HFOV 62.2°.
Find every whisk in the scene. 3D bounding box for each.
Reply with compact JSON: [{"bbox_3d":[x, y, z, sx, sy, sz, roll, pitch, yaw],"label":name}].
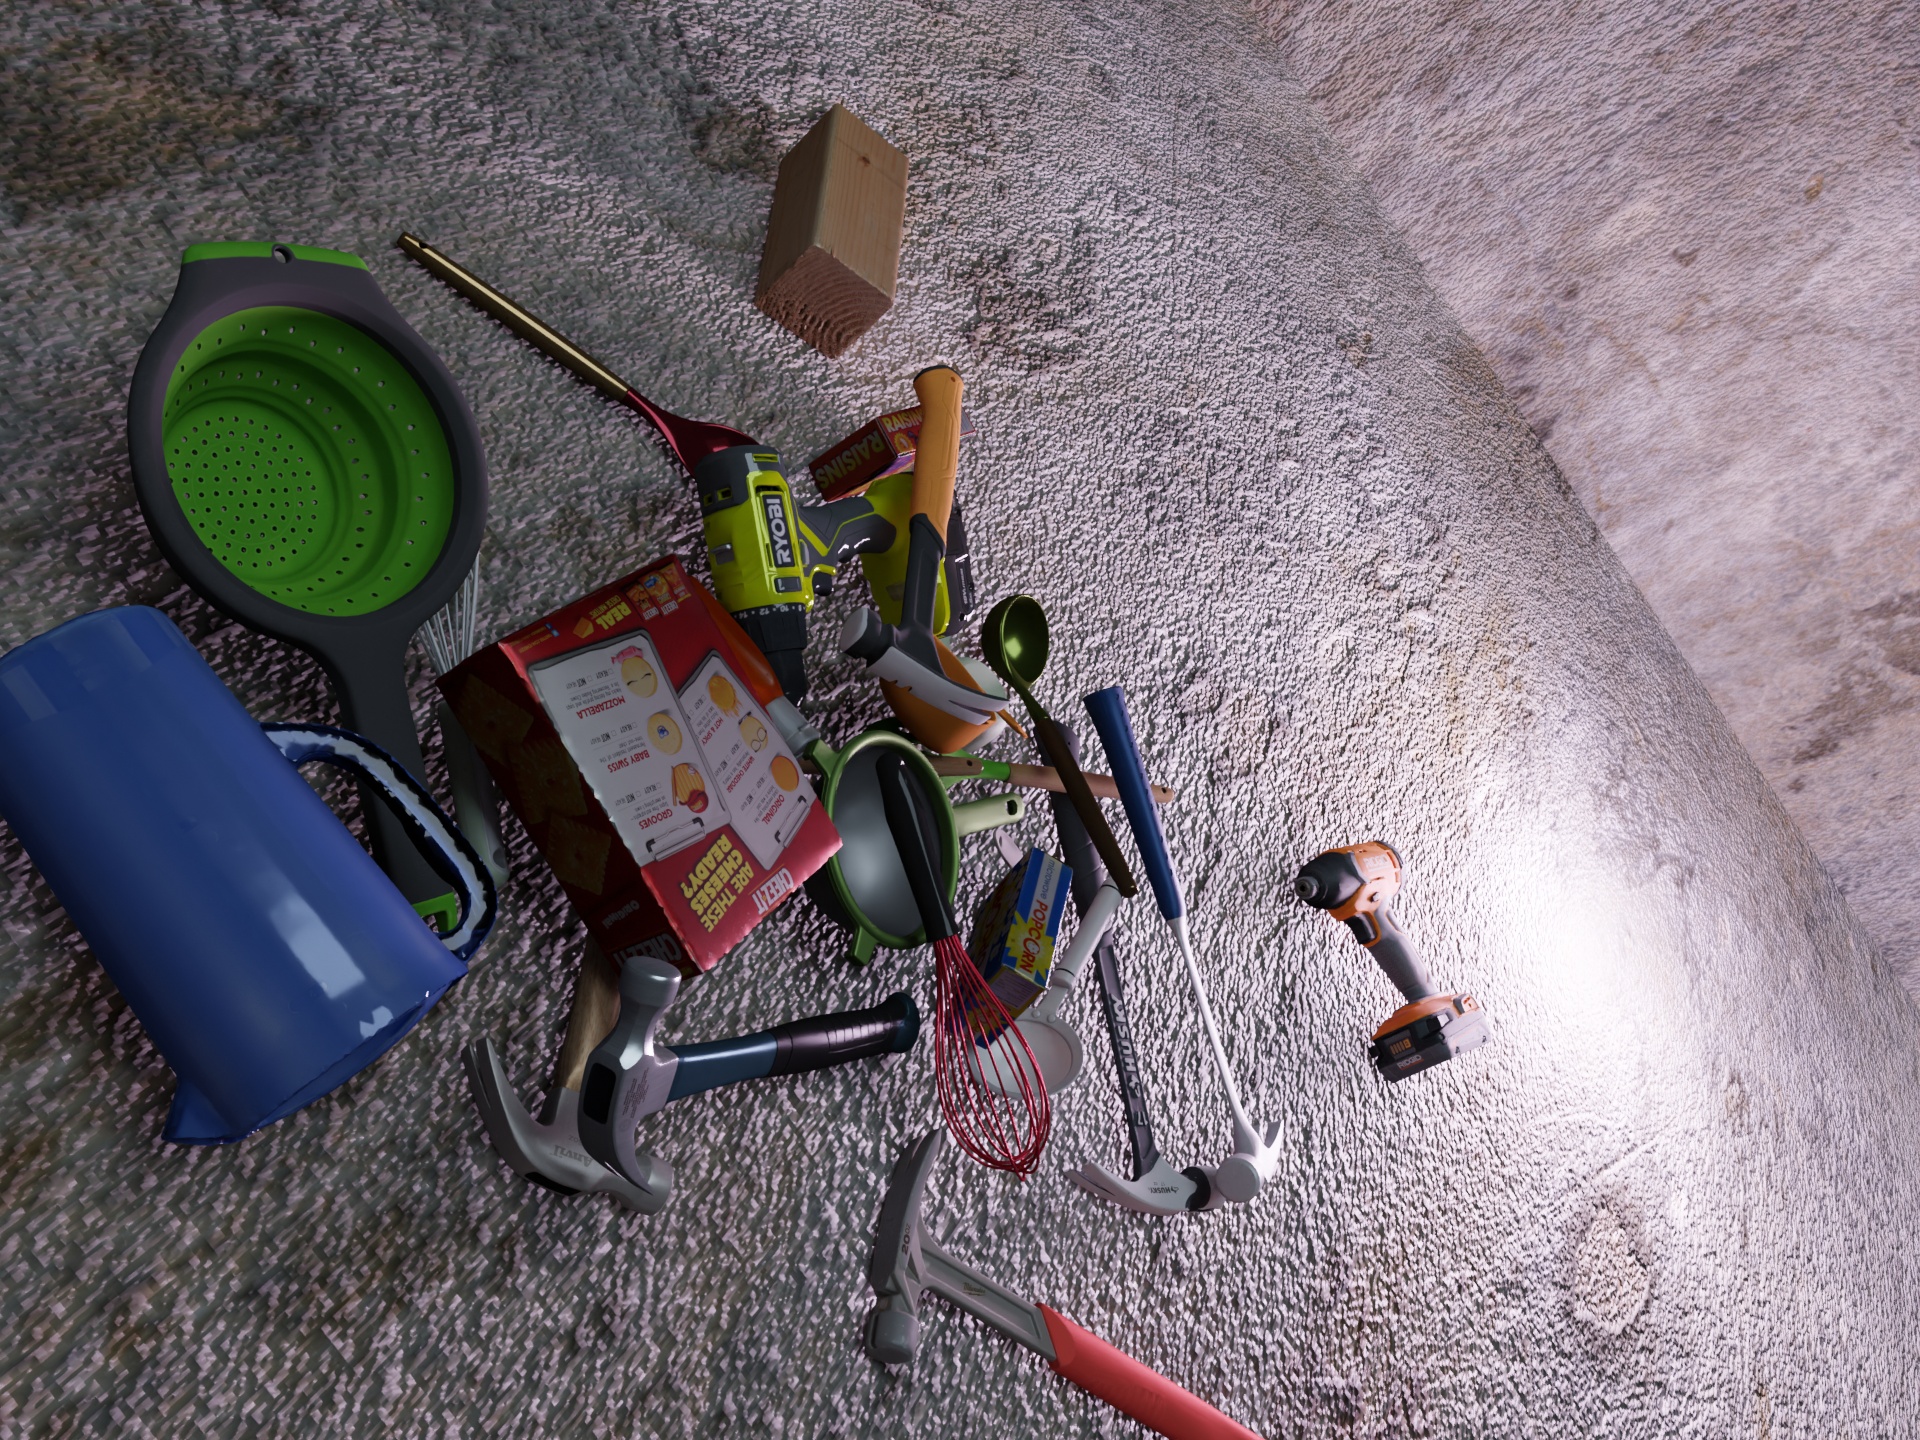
[{"bbox_3d":[-0.005,0.163,1.056,0.073,0.073,0.296,-13,84,-51],"label":"whisk"},{"bbox_3d":[-0.298,-0.017,0.944,0.057,0.059,0.246,35,39,-70],"label":"whisk"}]

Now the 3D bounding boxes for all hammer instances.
[{"bbox_3d":[-0.208,0.115,0.951,0.130,0.031,0.332,30,48,-31],"label":"hammer"},{"bbox_3d":[0.085,0.421,1.073,0.358,0.036,0.149,38,42,-23],"label":"hammer"},{"bbox_3d":[-0.016,-0.149,1.187,0.127,0.034,0.337,30,43,-26],"label":"hammer"},{"bbox_3d":[-0.109,0.194,0.936,0.330,0.033,0.128,10,100,-64],"label":"hammer"},{"bbox_3d":[0.109,0.185,1.267,0.149,0.036,0.409,14,54,-41],"label":"hammer"},{"bbox_3d":[0.176,0.169,1.275,0.144,0.035,0.406,7,64,-69],"label":"hammer"}]

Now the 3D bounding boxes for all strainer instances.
[{"bbox_3d":[-0.041,0.081,1.144,0.256,0.069,0.151,-9,87,-58],"label":"strainer"},{"bbox_3d":[0.075,0.202,1.182,0.258,0.087,0.050,-55,153,-40],"label":"strainer"}]

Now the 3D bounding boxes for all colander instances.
[{"bbox_3d":[-0.357,-0.056,0.885,0.204,0.094,0.397,-16,95,-52],"label":"colander"}]

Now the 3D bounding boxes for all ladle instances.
[{"bbox_3d":[0.086,0.014,1.265,0.078,0.062,0.321,47,13,-45],"label":"ladle"},{"bbox_3d":[-0.266,-0.253,1.158,0.315,0.031,0.069,34,48,-26],"label":"ladle"}]

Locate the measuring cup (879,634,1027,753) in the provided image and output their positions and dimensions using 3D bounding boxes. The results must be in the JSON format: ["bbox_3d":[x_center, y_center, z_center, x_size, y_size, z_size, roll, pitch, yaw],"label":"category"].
[{"bbox_3d":[-0.002,-0.004,1.213,0.095,0.052,0.173,58,11,31],"label":"measuring cup"}]

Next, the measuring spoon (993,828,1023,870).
[{"bbox_3d":[0.039,0.112,1.213,0.124,0.018,0.034,57,34,-55],"label":"measuring spoon"}]

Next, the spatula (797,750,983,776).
[{"bbox_3d":[-0.111,0.027,1.114,0.315,0.018,0.060,3,62,-37],"label":"spatula"}]

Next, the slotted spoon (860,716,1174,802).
[{"bbox_3d":[0.055,0.042,1.274,0.313,0.031,0.070,10,57,-36],"label":"slotted spoon"}]

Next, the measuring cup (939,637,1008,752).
[{"bbox_3d":[-0.001,-0.056,1.305,0.083,0.038,0.168,14,58,-43],"label":"measuring cup"}]

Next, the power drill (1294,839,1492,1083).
[{"bbox_3d":[0.406,0.227,1.535,0.164,0.084,0.227,-2,63,-48],"label":"power drill"}]

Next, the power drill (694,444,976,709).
[{"bbox_3d":[-0.093,-0.106,1.198,0.228,0.080,0.190,-9,88,-50],"label":"power drill"}]
